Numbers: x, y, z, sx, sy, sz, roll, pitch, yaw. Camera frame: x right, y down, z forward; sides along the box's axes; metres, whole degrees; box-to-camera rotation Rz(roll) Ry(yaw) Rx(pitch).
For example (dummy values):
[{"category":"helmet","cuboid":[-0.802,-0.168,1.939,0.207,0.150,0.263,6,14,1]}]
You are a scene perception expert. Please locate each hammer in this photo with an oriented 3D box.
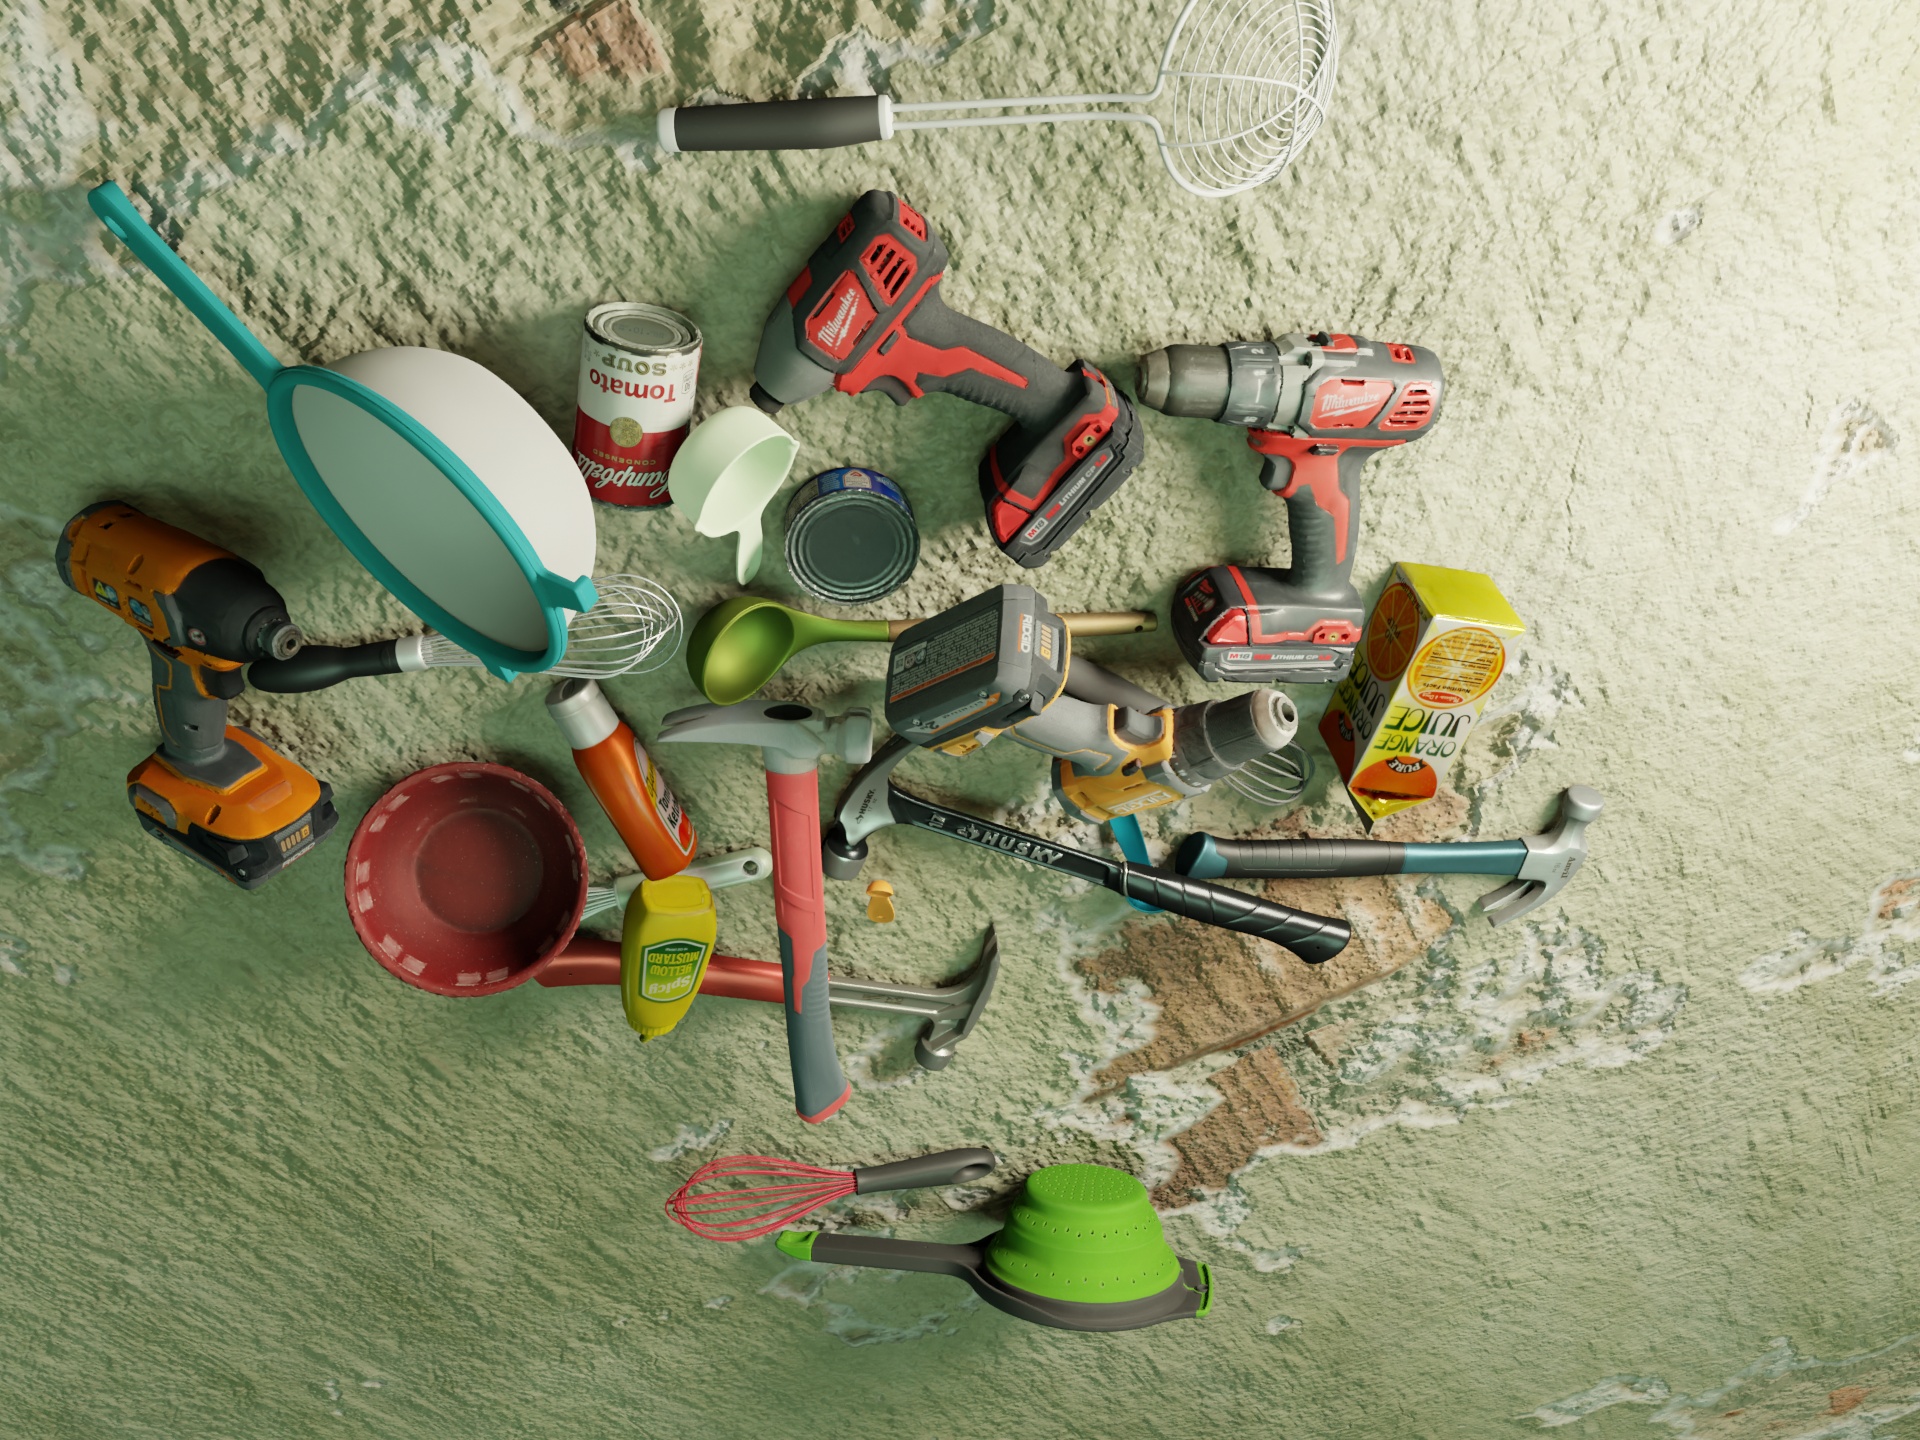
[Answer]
[{"category":"hammer","cuboid":[-0.132,0.152,1.166,0.143,0.038,0.386,1,125,1]},{"category":"hammer","cuboid":[-0.152,0.198,1.243,0.359,0.037,0.149,11,125,-17]},{"category":"hammer","cuboid":[0.108,0.108,1.187,0.408,0.036,0.149,18,123,-14]},{"category":"hammer","cuboid":[0.333,0.107,1.252,0.331,0.033,0.128,1,126,-9]}]

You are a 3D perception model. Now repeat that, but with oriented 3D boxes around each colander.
[{"category":"colander","cuboid":[0.029,0.454,1.435,0.397,0.204,0.094,3,94,8]}]

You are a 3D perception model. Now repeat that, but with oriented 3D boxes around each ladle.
[{"category":"ladle","cuboid":[-0.021,-0.052,1.057,0.320,0.062,0.078,-3,135,-10]}]

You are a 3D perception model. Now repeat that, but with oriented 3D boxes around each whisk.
[{"category":"whisk","cuboid":[0.154,0.004,1.138,0.238,0.055,0.055,24,121,-20]},{"category":"whisk","cuboid":[-0.259,0.130,1.168,0.246,0.059,0.057,-12,101,-5]},{"category":"whisk","cuboid":[-0.318,-0.048,1.015,0.284,0.070,0.070,-7,129,3]},{"category":"whisk","cuboid":[-0.112,0.411,1.406,0.295,0.073,0.073,-5,129,-13]}]

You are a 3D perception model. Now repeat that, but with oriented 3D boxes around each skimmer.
[{"category":"skimmer","cuboid":[0.022,-0.338,0.857,0.363,0.090,0.127,-1,132,5]}]

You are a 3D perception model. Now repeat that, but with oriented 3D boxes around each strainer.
[{"category":"strainer","cuboid":[-0.320,-0.179,0.885,0.340,0.095,0.211,47,152,-12]}]

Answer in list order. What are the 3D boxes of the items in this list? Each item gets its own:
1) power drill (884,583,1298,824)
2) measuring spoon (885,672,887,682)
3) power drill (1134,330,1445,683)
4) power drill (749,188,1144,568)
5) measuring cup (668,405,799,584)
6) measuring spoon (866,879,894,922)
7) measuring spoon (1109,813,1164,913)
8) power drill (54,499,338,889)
[{"category":"power drill","cuboid":[0.088,-0.006,1.025,0.226,0.084,0.185,27,146,-37]},{"category":"measuring spoon","cuboid":[-0.002,-0.004,1.112,0.124,0.034,0.018,26,75,-30]},{"category":"power drill","cuboid":[0.191,-0.138,1.012,0.188,0.080,0.226,1,125,-10]},{"category":"power drill","cuboid":[-0.011,-0.193,0.938,0.219,0.079,0.143,33,117,-26]},{"category":"measuring cup","cuboid":[-0.140,-0.131,0.964,0.083,0.038,0.167,-43,169,-19]},{"category":"measuring spoon","cuboid":[-0.060,0.136,1.193,0.021,0.011,0.116,4,161,-1]},{"category":"measuring spoon","cuboid":[0.135,0.095,1.224,0.042,0.021,0.128,-14,120,17]},{"category":"power drill","cuboid":[-0.450,-0.009,0.967,0.164,0.084,0.226,23,131,21]}]
